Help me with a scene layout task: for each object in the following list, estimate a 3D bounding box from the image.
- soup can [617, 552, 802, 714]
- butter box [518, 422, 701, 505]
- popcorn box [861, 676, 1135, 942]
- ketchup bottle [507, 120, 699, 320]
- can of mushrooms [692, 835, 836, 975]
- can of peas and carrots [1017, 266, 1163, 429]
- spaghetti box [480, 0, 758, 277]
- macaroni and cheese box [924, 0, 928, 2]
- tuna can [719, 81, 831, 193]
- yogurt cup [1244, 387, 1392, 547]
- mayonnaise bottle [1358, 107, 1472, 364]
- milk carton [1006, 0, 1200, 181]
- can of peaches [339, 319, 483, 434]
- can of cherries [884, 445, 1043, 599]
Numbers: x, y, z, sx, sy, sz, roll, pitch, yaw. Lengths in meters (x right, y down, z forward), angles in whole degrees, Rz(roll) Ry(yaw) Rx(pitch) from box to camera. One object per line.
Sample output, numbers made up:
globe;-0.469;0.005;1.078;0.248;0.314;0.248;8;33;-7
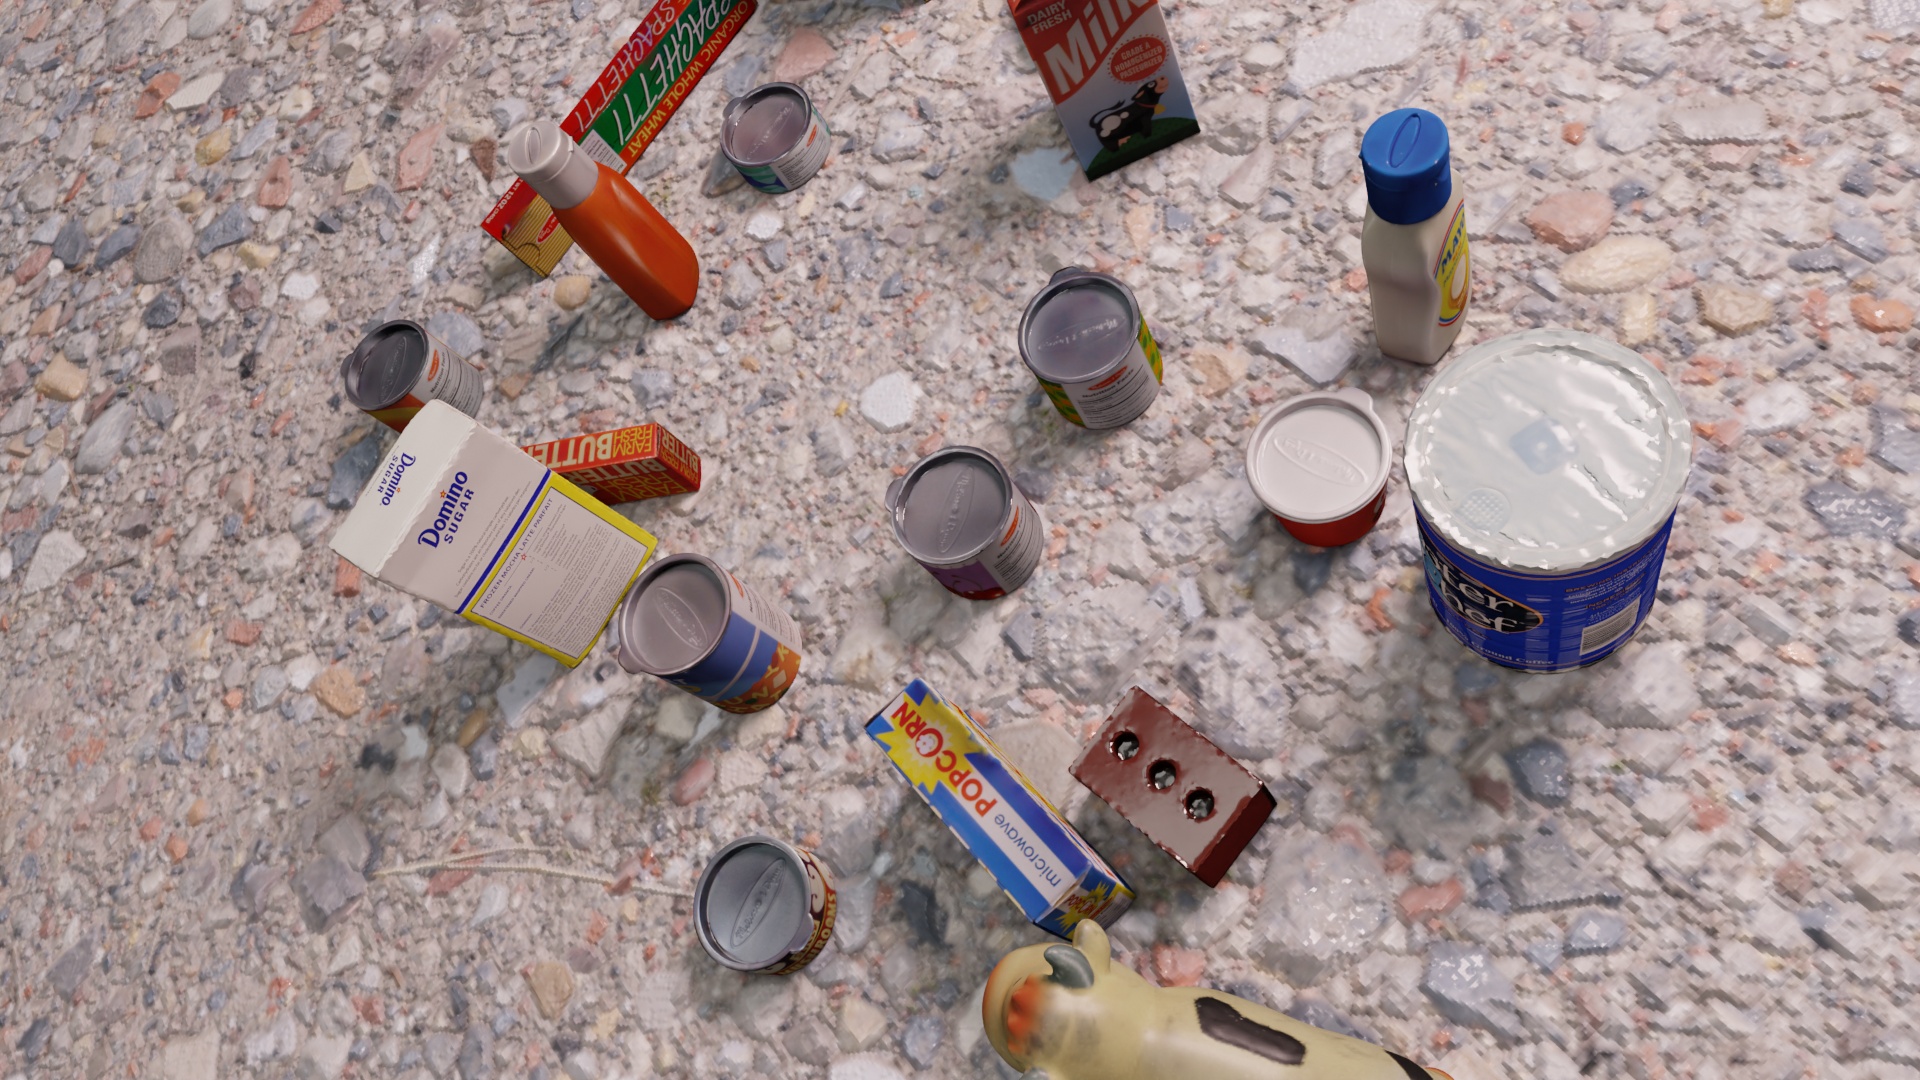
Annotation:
soup can;-0.134;0.053;0.744;0.071;0.083;0.071;-8;66;19
butter box;-0.213;-0.043;0.835;0.103;0.053;0.024;-8;66;18
popcorn box;0.019;0.128;0.651;0.038;0.085;0.127;-45;60;-1
ketchup bottle;-0.214;-0.196;0.846;0.043;0.148;0.065;-18;63;14
can of mushrooms;-0.097;0.186;0.701;0.071;0.033;0.071;-8;65;18
can of peas and carrots;0.070;-0.103;0.745;0.071;0.058;0.071;-8;66;19
spaghetti box;-0.230;-0.294;0.952;0.029;0.050;0.250;32;82;29
macaroni and cheese box;-0.066;-0.442;0.883;0.040;0.166;0.124;-37;60;4
tuna can;-0.122;-0.263;0.905;0.071;0.032;0.071;-8;65;18
yogurt cup;0.176;-0.031;0.675;0.072;0.054;0.072;-8;66;19
mayonnaise bottle;0.214;-0.143;0.653;0.041;0.147;0.065;19;77;27
milk carton;0.067;-0.287;0.749;0.073;0.190;0.072;-22;62;12
can of peaches;-0.362;-0.103;0.917;0.071;0.058;0.071;-8;66;19
can of cherries;0.003;-0.009;0.732;0.071;0.058;0.072;-8;66;19
